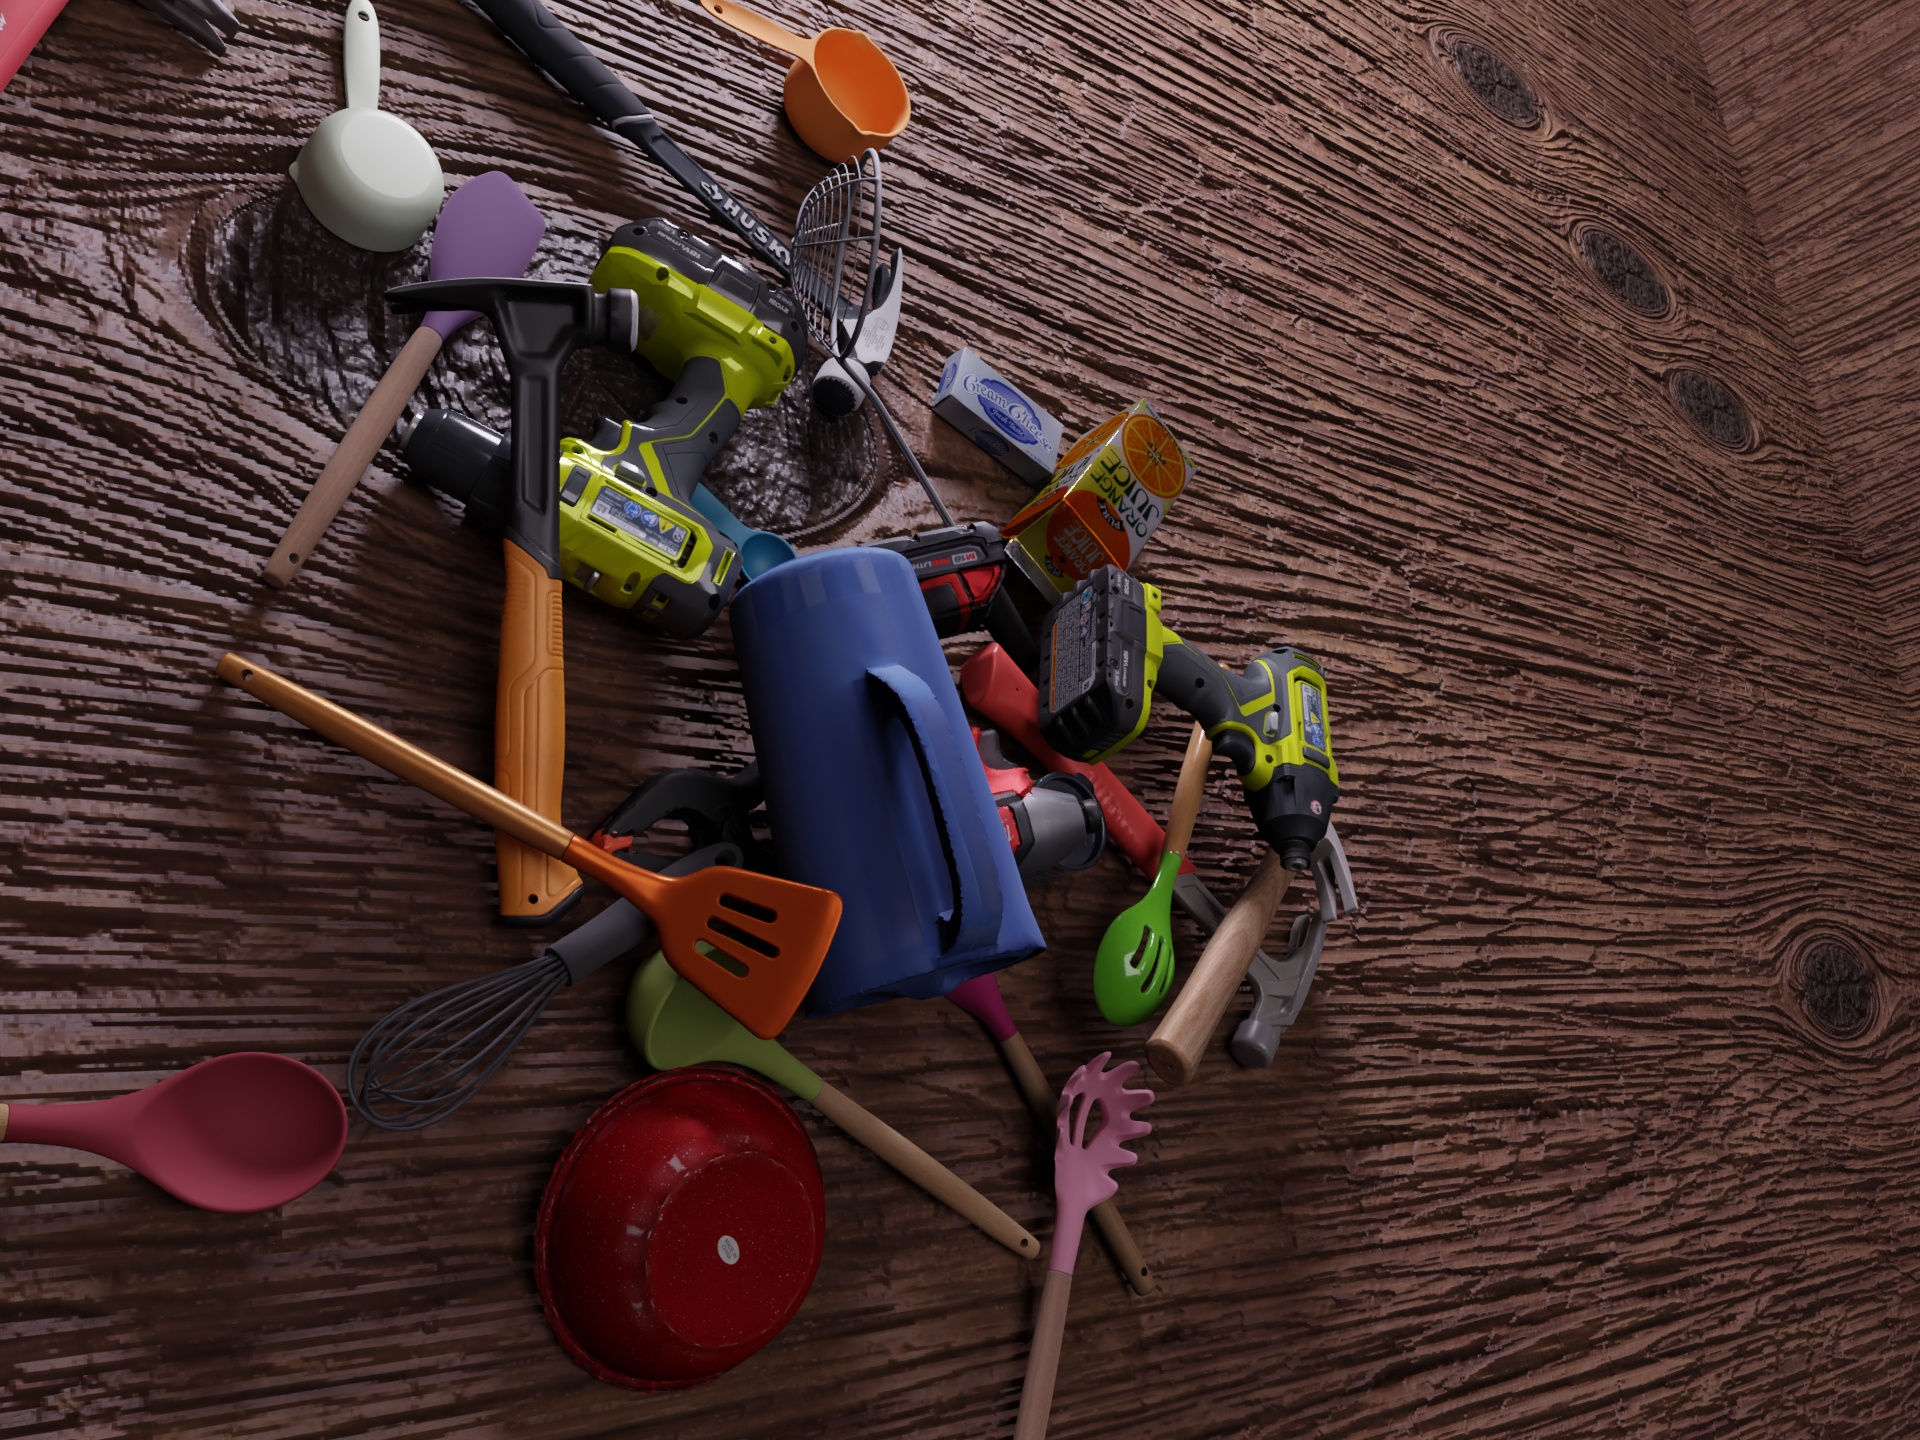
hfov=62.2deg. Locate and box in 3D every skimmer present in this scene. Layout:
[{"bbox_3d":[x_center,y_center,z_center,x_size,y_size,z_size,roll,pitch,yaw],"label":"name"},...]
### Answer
[{"bbox_3d":[-0.007,-0.187,1.046,0.090,0.127,0.363,-32,114,-1],"label":"skimmer"}]

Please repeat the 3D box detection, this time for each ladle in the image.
[{"bbox_3d":[-0.407,0.159,0.628,0.315,0.031,0.069,13,61,-35],"label":"ladle"},{"bbox_3d":[-0.058,0.224,0.889,0.320,0.062,0.078,42,75,-24],"label":"ladle"}]

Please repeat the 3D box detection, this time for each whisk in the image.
[{"bbox_3d":[-0.197,0.125,0.795,0.239,0.055,0.055,-34,95,-38],"label":"whisk"}]

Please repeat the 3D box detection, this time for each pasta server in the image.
[{"bbox_3d":[0.057,0.351,0.931,0.060,0.040,0.316,24,62,-20],"label":"pasta server"}]

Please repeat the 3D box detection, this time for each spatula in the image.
[{"bbox_3d":[-0.214,0.049,0.780,0.322,0.041,0.081,30,76,-9],"label":"spatula"},{"bbox_3d":[-0.305,-0.196,0.875,0.059,0.018,0.316,48,45,-38],"label":"spatula"}]

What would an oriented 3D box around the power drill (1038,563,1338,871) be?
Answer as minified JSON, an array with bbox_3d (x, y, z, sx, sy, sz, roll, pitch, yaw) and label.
[{"bbox_3d":[0.166,0.000,1.096,0.223,0.080,0.171,24,50,-25],"label":"power drill"}]

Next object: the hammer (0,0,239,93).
[{"bbox_3d":[-0.477,-0.249,0.735,0.143,0.038,0.387,31,54,-30],"label":"hammer"}]

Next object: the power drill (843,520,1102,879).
[{"bbox_3d":[-0.002,-0.003,0.986,0.143,0.078,0.220,-12,78,-11],"label":"power drill"}]

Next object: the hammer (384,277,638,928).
[{"bbox_3d":[-0.230,-0.062,0.823,0.127,0.034,0.337,0,86,-14],"label":"hammer"}]

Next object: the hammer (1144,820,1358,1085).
[{"bbox_3d":[0.200,0.141,1.099,0.130,0.031,0.331,53,38,-6],"label":"hammer"}]

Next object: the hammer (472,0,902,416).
[{"bbox_3d":[-0.196,-0.381,1.042,0.408,0.036,0.149,40,49,-21],"label":"hammer"}]

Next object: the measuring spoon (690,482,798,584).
[{"bbox_3d":[-0.155,-0.123,0.984,0.128,0.021,0.042,41,52,-9],"label":"measuring spoon"}]

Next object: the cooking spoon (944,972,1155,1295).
[{"bbox_3d":[0.042,0.221,1.003,0.069,0.017,0.319,-30,92,-43],"label":"cooking spoon"}]

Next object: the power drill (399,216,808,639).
[{"bbox_3d":[-0.196,-0.179,0.924,0.190,0.080,0.229,29,57,-18],"label":"power drill"}]

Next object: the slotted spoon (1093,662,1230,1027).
[{"bbox_3d":[0.152,0.074,1.108,0.070,0.031,0.314,46,46,-27],"label":"slotted spoon"}]

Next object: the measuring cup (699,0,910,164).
[{"bbox_3d":[-0.119,-0.459,1.133,0.173,0.052,0.095,15,63,-34],"label":"measuring cup"}]

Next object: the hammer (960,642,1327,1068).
[{"bbox_3d":[0.132,0.078,1.132,0.359,0.036,0.149,48,48,-16],"label":"hammer"}]

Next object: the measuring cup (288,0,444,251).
[{"bbox_3d":[-0.333,-0.349,0.903,0.083,0.038,0.168,6,70,-40],"label":"measuring cup"}]
